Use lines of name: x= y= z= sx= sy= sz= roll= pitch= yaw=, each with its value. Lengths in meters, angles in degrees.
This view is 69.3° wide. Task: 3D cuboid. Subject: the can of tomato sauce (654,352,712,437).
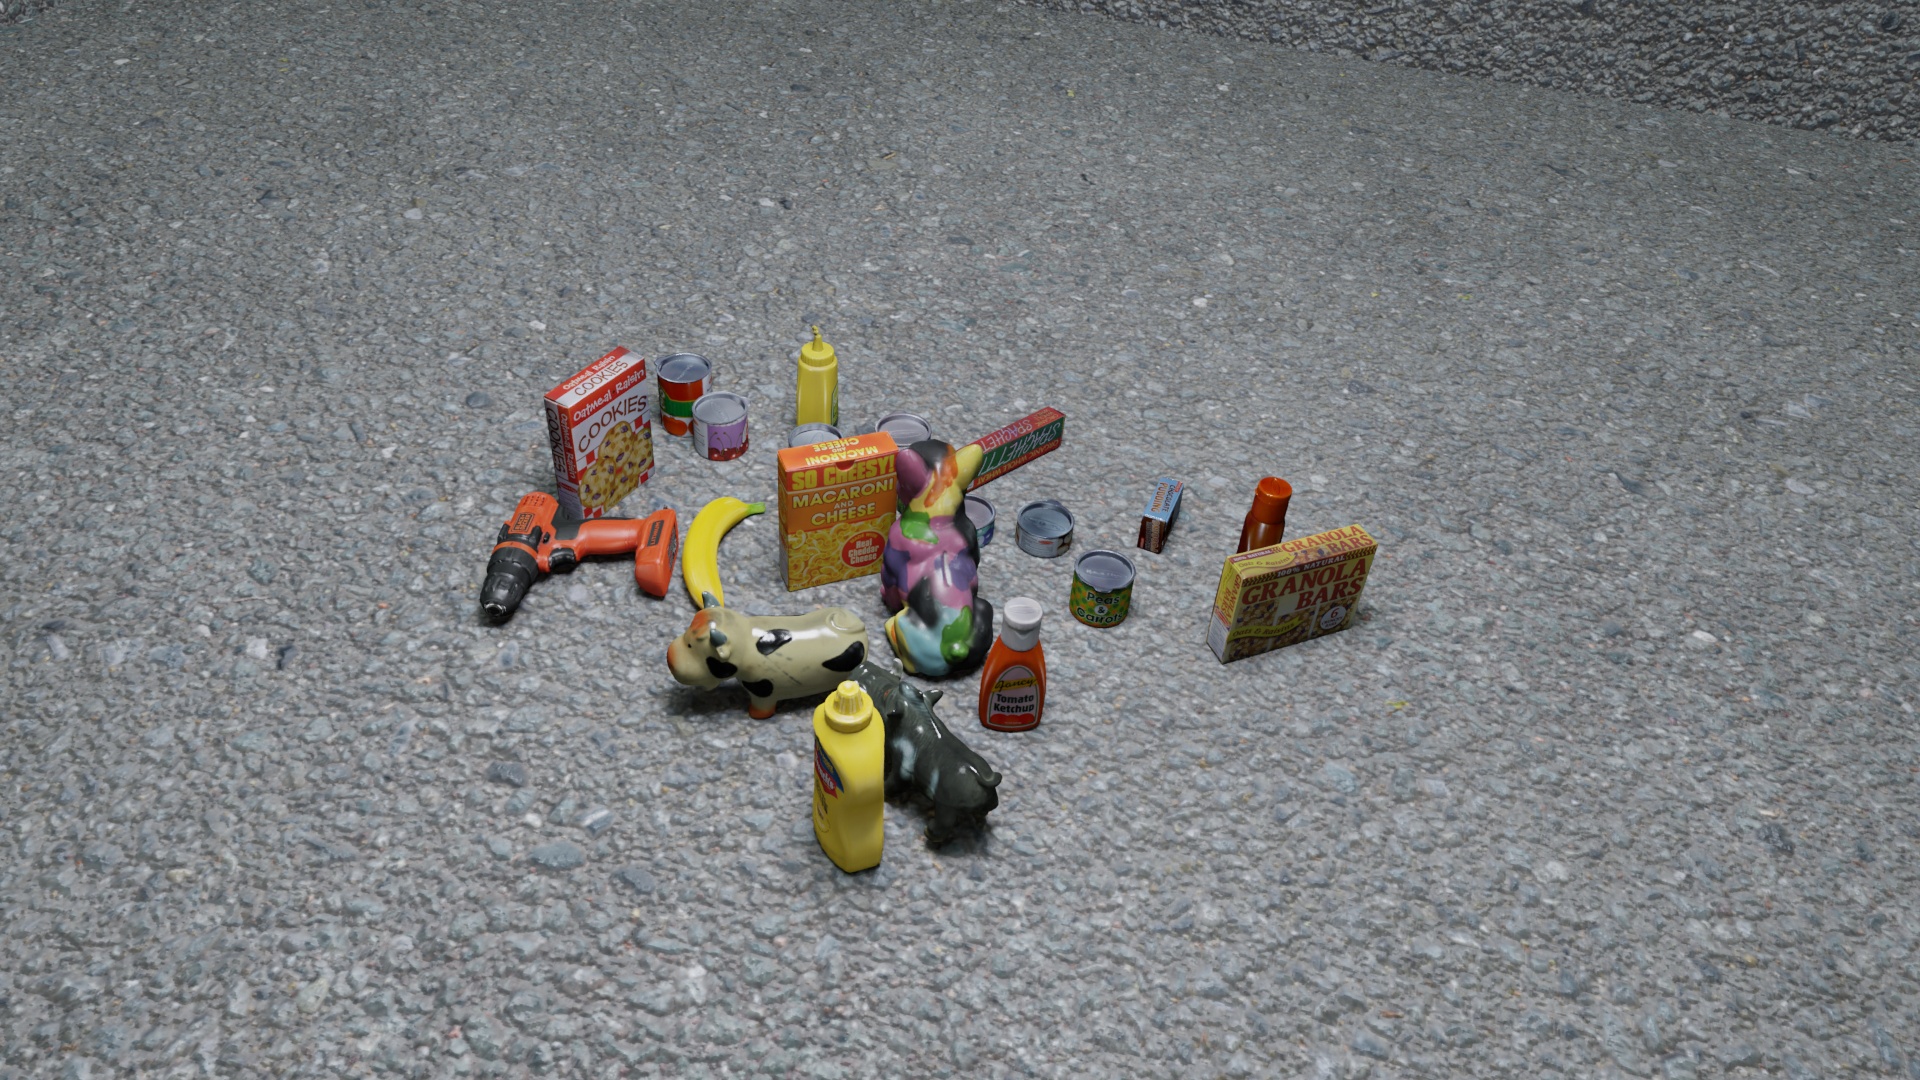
can of tomato sauce: x=-0.339 y=-0.179 z=1.703 sx=0.071 sy=0.082 sz=0.071 roll=3 pitch=40 yaw=-2

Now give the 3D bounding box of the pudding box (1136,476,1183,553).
pudding box: x=0.232 y=-0.030 z=1.610 sx=0.030 sy=0.049 sz=0.084 roll=17 pitch=42 yaw=14

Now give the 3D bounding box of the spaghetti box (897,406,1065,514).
spaghetti box: x=0.027 y=-0.095 z=1.666 sx=0.251 sy=0.049 sz=0.029 roll=-28 pitch=50 yaw=-33

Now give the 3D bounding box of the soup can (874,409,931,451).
soup can: x=-0.069 y=-0.100 z=1.636 sx=0.071 sy=0.083 sz=0.072 roll=3 pitch=40 yaw=-2

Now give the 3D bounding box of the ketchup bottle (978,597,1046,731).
ketchup bottle: x=0.053 y=0.120 z=1.338 sx=0.065 sy=0.148 sz=0.044 roll=1 pitch=40 yaw=-5

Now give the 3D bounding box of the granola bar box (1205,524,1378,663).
granola bar box: x=0.347 y=0.055 z=1.463 sx=0.166 sy=0.123 sz=0.039 roll=-13 pitch=43 yaw=-20

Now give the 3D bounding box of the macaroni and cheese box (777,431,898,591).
macaroni and cheese box: x=-0.130 y=-0.030 z=1.483 sx=0.124 sy=0.165 sz=0.040 roll=-12 pitch=43 yaw=-19

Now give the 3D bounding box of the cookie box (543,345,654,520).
cookie box: x=-0.403 y=-0.117 z=1.558 sx=0.040 sy=0.166 sz=0.123 roll=23 pitch=43 yaw=20

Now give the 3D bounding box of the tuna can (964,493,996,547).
tuna can: x=0.006 y=-0.020 z=1.588 sx=0.071 sy=0.032 sz=0.071 roll=3 pitch=40 yaw=-2

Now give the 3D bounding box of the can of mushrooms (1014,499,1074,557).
can of mushrooms: x=0.097 y=-0.014 z=1.590 sx=0.071 sy=0.033 sz=0.071 roll=3 pitch=40 yaw=-2

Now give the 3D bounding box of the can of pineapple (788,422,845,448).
can of pineapple: x=-0.169 y=-0.097 z=1.642 sx=0.071 sy=0.057 sz=0.071 roll=3 pitch=40 yaw=-2

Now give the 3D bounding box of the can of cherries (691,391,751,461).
can of cherries: x=-0.287 y=-0.138 z=1.679 sx=0.071 sy=0.058 sz=0.072 roll=3 pitch=40 yaw=-2

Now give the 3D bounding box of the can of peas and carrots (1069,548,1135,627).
can of peas and carrots: x=0.152 y=0.053 z=1.496 sx=0.071 sy=0.058 sz=0.071 roll=3 pitch=40 yaw=-2

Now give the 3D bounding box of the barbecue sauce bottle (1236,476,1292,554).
barbecue sauce bottle: x=0.326 y=-0.001 z=1.509 sx=0.044 sy=0.147 sz=0.065 roll=7 pitch=40 yaw=3

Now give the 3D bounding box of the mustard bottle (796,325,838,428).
mustard bottle: x=-0.172 y=-0.187 z=1.670 sx=0.049 sy=0.159 sz=0.066 roll=6 pitch=40 yaw=2
